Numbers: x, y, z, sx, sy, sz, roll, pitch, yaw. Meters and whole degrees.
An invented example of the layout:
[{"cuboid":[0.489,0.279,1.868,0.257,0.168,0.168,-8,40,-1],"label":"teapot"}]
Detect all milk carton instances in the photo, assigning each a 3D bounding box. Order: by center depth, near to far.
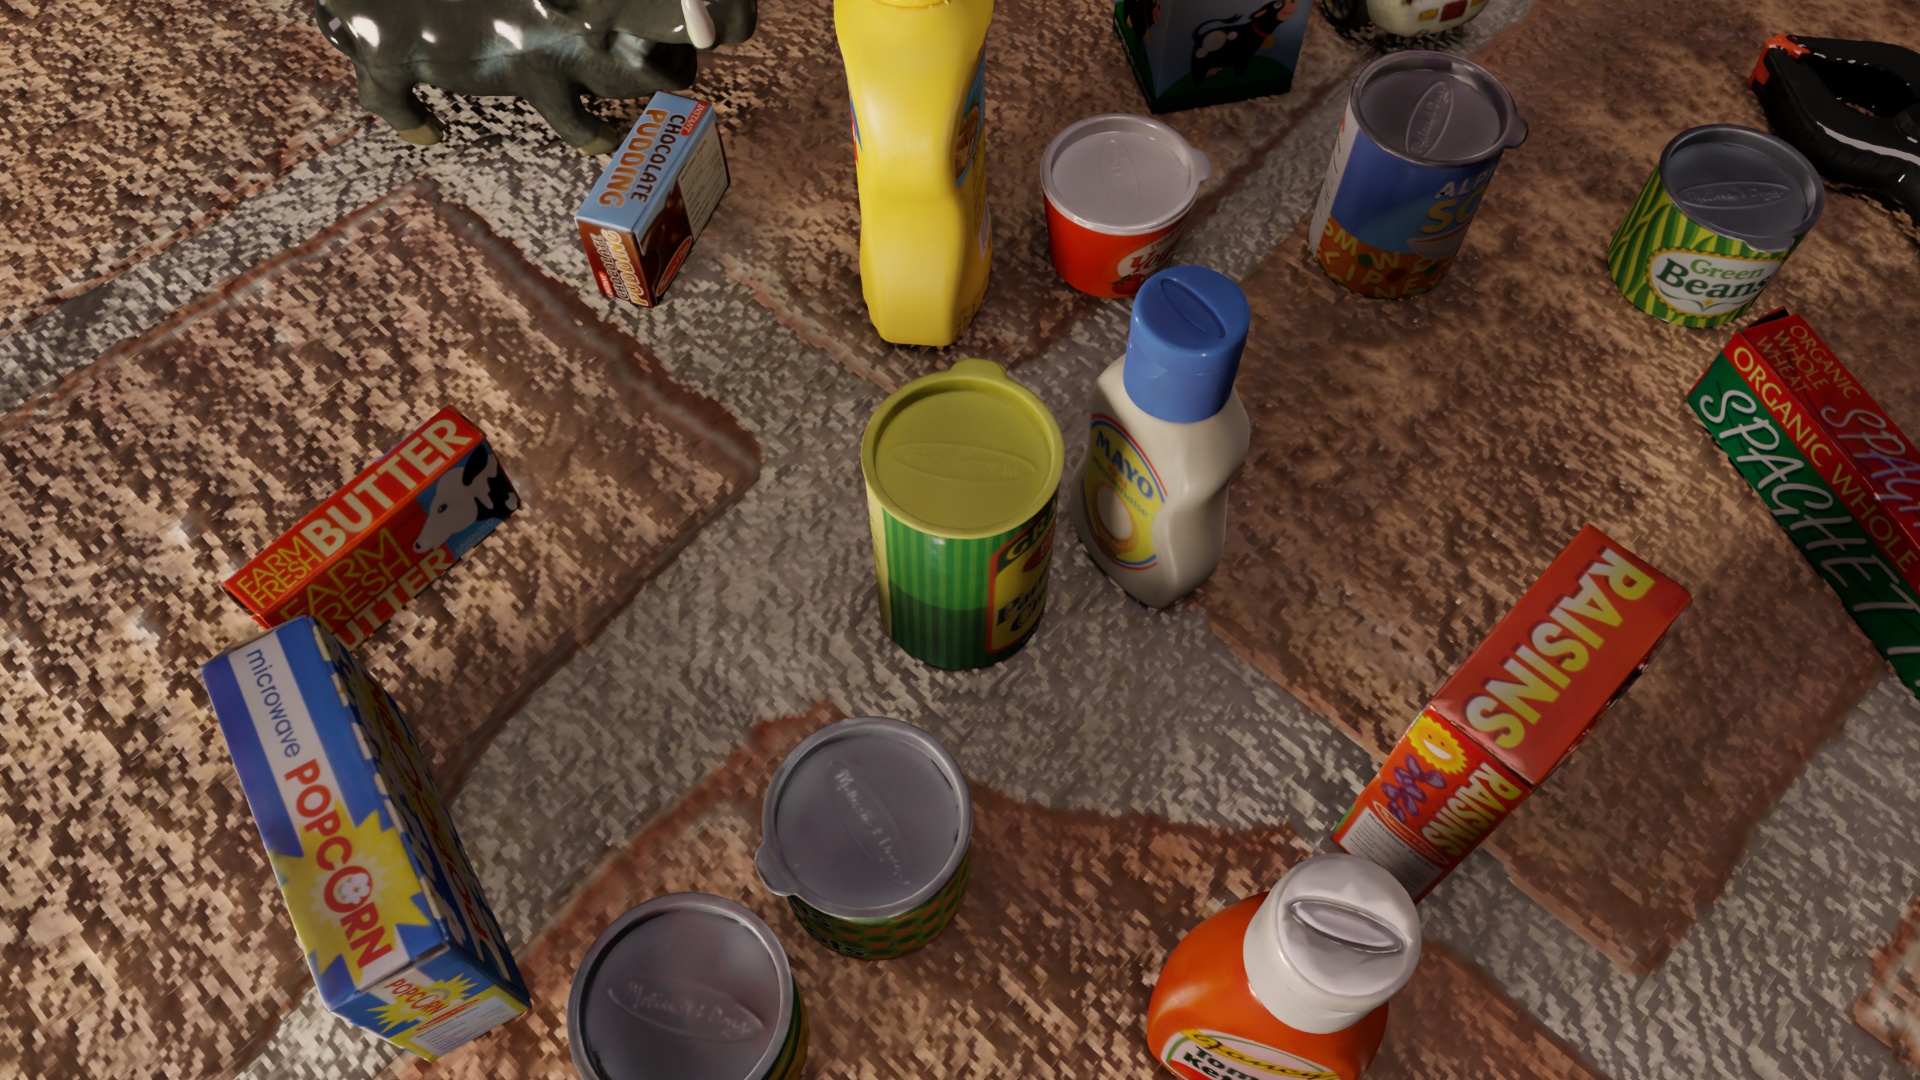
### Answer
[{"cuboid":[0.119,-0.287,0.610,0.073,0.189,0.072,-12,61,-6],"label":"milk carton"}]

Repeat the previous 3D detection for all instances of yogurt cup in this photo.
[{"cuboid":[0.068,-0.143,0.605,0.072,0.053,0.073,0,60,0],"label":"yogurt cup"}]

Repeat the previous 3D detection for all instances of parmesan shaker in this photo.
[{"cuboid":[0.002,-0.006,0.496,0.071,0.102,0.071,0,60,0],"label":"parmesan shaker"}]

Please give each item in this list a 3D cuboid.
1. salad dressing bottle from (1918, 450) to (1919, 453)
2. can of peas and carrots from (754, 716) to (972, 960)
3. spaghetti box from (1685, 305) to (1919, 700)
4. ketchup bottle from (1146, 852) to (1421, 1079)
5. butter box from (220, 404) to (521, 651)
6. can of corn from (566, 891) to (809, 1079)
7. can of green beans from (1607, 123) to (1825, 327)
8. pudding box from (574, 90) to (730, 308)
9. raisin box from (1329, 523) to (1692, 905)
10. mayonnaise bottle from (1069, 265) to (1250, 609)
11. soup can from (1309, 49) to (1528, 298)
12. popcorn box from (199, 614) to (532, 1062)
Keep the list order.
[{"cuboid":[0.389,-0.037,0.488,0.044,0.147,0.064,3,60,2],"label":"salad dressing bottle"},{"cuboid":[-0.031,0.101,0.459,0.071,0.058,0.071,0,60,0],"label":"can of peas and carrots"},{"cuboid":[0.359,0.023,0.509,0.029,0.050,0.251,-18,61,-10],"label":"spaghetti box"},{"cuboid":[0.092,0.127,0.392,0.065,0.148,0.044,16,61,9],"label":"ketchup bottle"},{"cuboid":[-0.217,0.000,0.522,0.024,0.053,0.104,36,66,19],"label":"butter box"},{"cuboid":[-0.083,0.152,0.430,0.071,0.058,0.071,0,60,0],"label":"can of corn"},{"cuboid":[0.322,-0.134,0.596,0.071,0.057,0.071,0,60,0],"label":"can of green beans"},{"cuboid":[-0.134,-0.151,0.612,0.030,0.049,0.084,16,61,10],"label":"pudding box"},{"cuboid":[0.171,0.061,0.445,0.086,0.122,0.040,-41,67,-20],"label":"raisin box"},{"cuboid":[0.071,-0.035,0.487,0.041,0.147,0.065,-32,65,-17],"label":"mayonnaise bottle"},{"cuboid":[0.193,-0.153,0.593,0.071,0.083,0.071,0,60,0],"label":"soup can"},{"cuboid":[-0.190,0.096,0.447,0.038,0.084,0.127,-28,64,-15],"label":"popcorn box"}]
